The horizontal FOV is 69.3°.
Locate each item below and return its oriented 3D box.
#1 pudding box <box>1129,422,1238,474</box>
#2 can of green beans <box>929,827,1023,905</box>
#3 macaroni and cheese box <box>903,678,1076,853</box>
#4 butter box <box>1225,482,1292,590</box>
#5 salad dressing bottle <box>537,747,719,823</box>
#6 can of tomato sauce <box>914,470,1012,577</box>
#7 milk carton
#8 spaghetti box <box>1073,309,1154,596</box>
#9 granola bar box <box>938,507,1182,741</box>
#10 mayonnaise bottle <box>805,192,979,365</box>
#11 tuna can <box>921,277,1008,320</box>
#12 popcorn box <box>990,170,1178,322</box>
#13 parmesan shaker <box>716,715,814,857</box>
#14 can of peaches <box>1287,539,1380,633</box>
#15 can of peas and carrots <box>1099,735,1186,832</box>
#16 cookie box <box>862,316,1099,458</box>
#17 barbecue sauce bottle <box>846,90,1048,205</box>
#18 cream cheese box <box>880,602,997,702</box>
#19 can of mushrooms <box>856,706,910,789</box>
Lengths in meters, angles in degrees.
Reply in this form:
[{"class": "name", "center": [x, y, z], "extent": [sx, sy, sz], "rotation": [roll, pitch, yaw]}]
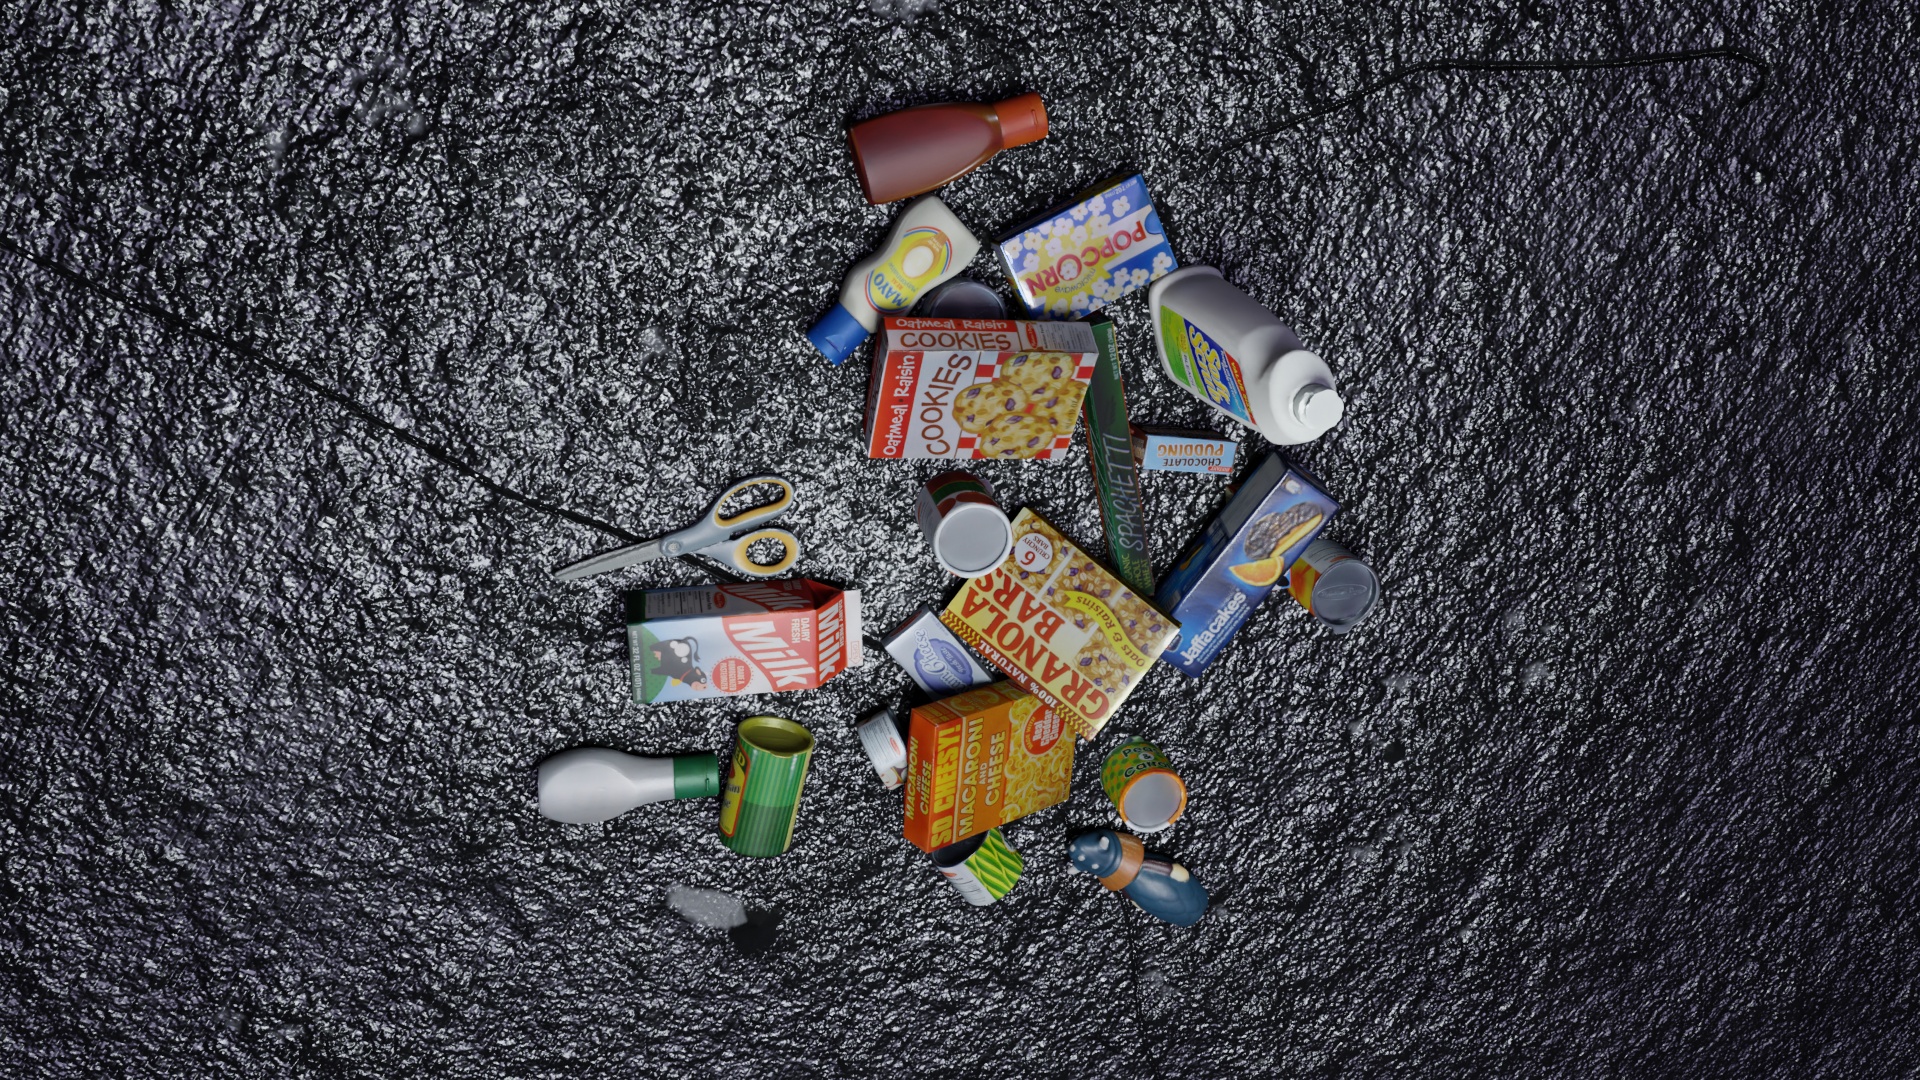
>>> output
[{"class": "pudding box", "center": [0.187, -0.078, 1.183], "extent": [0.084, 0.050, 0.030], "rotation": [4, 108, -14]}, {"class": "can of green beans", "center": [0.015, 0.290, 1.269], "extent": [0.071, 0.071, 0.057], "rotation": [-36, 114, 2]}, {"class": "macaroni and cheese box", "center": [0.028, 0.188, 1.212], "extent": [0.167, 0.040, 0.123], "rotation": [-12, 115, -38]}, {"class": "butter box", "center": [0.267, -0.003, 1.243], "extent": [0.053, 0.024, 0.103], "rotation": [-10, 111, -8]}, {"class": "salad dressing bottle", "center": [-0.281, 0.205, 1.181], "extent": [0.148, 0.044, 0.064], "rotation": [-2, 108, -13]}, {"class": "can of tomato sauce", "center": [0.004, -0.014, 1.145], "extent": [0.071, 0.083, 0.071], "rotation": [-4, 111, -11]}, {"class": "milk carton", "center": [-0.176, 0.080, 1.143], "extent": [0.191, 0.073, 0.072], "rotation": [-5, 111, -12]}, {"class": "spaghetti box", "center": [0.128, -0.069, 1.173], "extent": [0.029, 0.050, 0.249], "rotation": [-14, 112, -6]}, {"class": "granola bar box", "center": [0.085, 0.069, 1.176], "extent": [0.166, 0.039, 0.124], "rotation": [39, 99, 10]}, {"class": "mayonnaise bottle", "center": [-0.057, -0.200, 1.086], "extent": [0.148, 0.041, 0.064], "rotation": [-44, 113, 4]}, {"class": "tuna can", "center": [0.004, -0.175, 1.114], "extent": [0.071, 0.033, 0.070], "rotation": [-4, 111, -11]}, {"class": "popcorn box", "center": [0.098, -0.230, 1.114], "extent": [0.127, 0.038, 0.085], "rotation": [-28, 112, -2]}, {"class": "parmesan shaker", "center": [-0.169, 0.213, 1.194], "extent": [0.071, 0.071, 0.102], "rotation": [10, 107, -16]}, {"class": "can of peaches", "center": [0.335, 0.040, 1.257], "extent": [0.071, 0.058, 0.071], "rotation": [-5, 111, -12]}, {"class": "can of peas and carrots", "center": [0.169, 0.225, 1.285], "extent": [0.071, 0.059, 0.070], "rotation": [-5, 111, -12]}, {"class": "cookie box", "center": [0.012, -0.119, 1.104], "extent": [0.168, 0.040, 0.122], "rotation": [-1, 141, -13]}, {"class": "barbecue sauce bottle", "center": [-0.008, -0.305, 1.058], "extent": [0.149, 0.044, 0.064], "rotation": [-18, 110, -7]}, {"class": "cream cheese box", "center": [-0.017, 0.108, 1.217], "extent": [0.053, 0.024, 0.103], "rotation": [-39, 113, 4]}, {"class": "can of mushrooms", "center": [-0.061, 0.182, 1.213], "extent": [0.033, 0.071, 0.071], "rotation": [-29, 114, -1]}]
